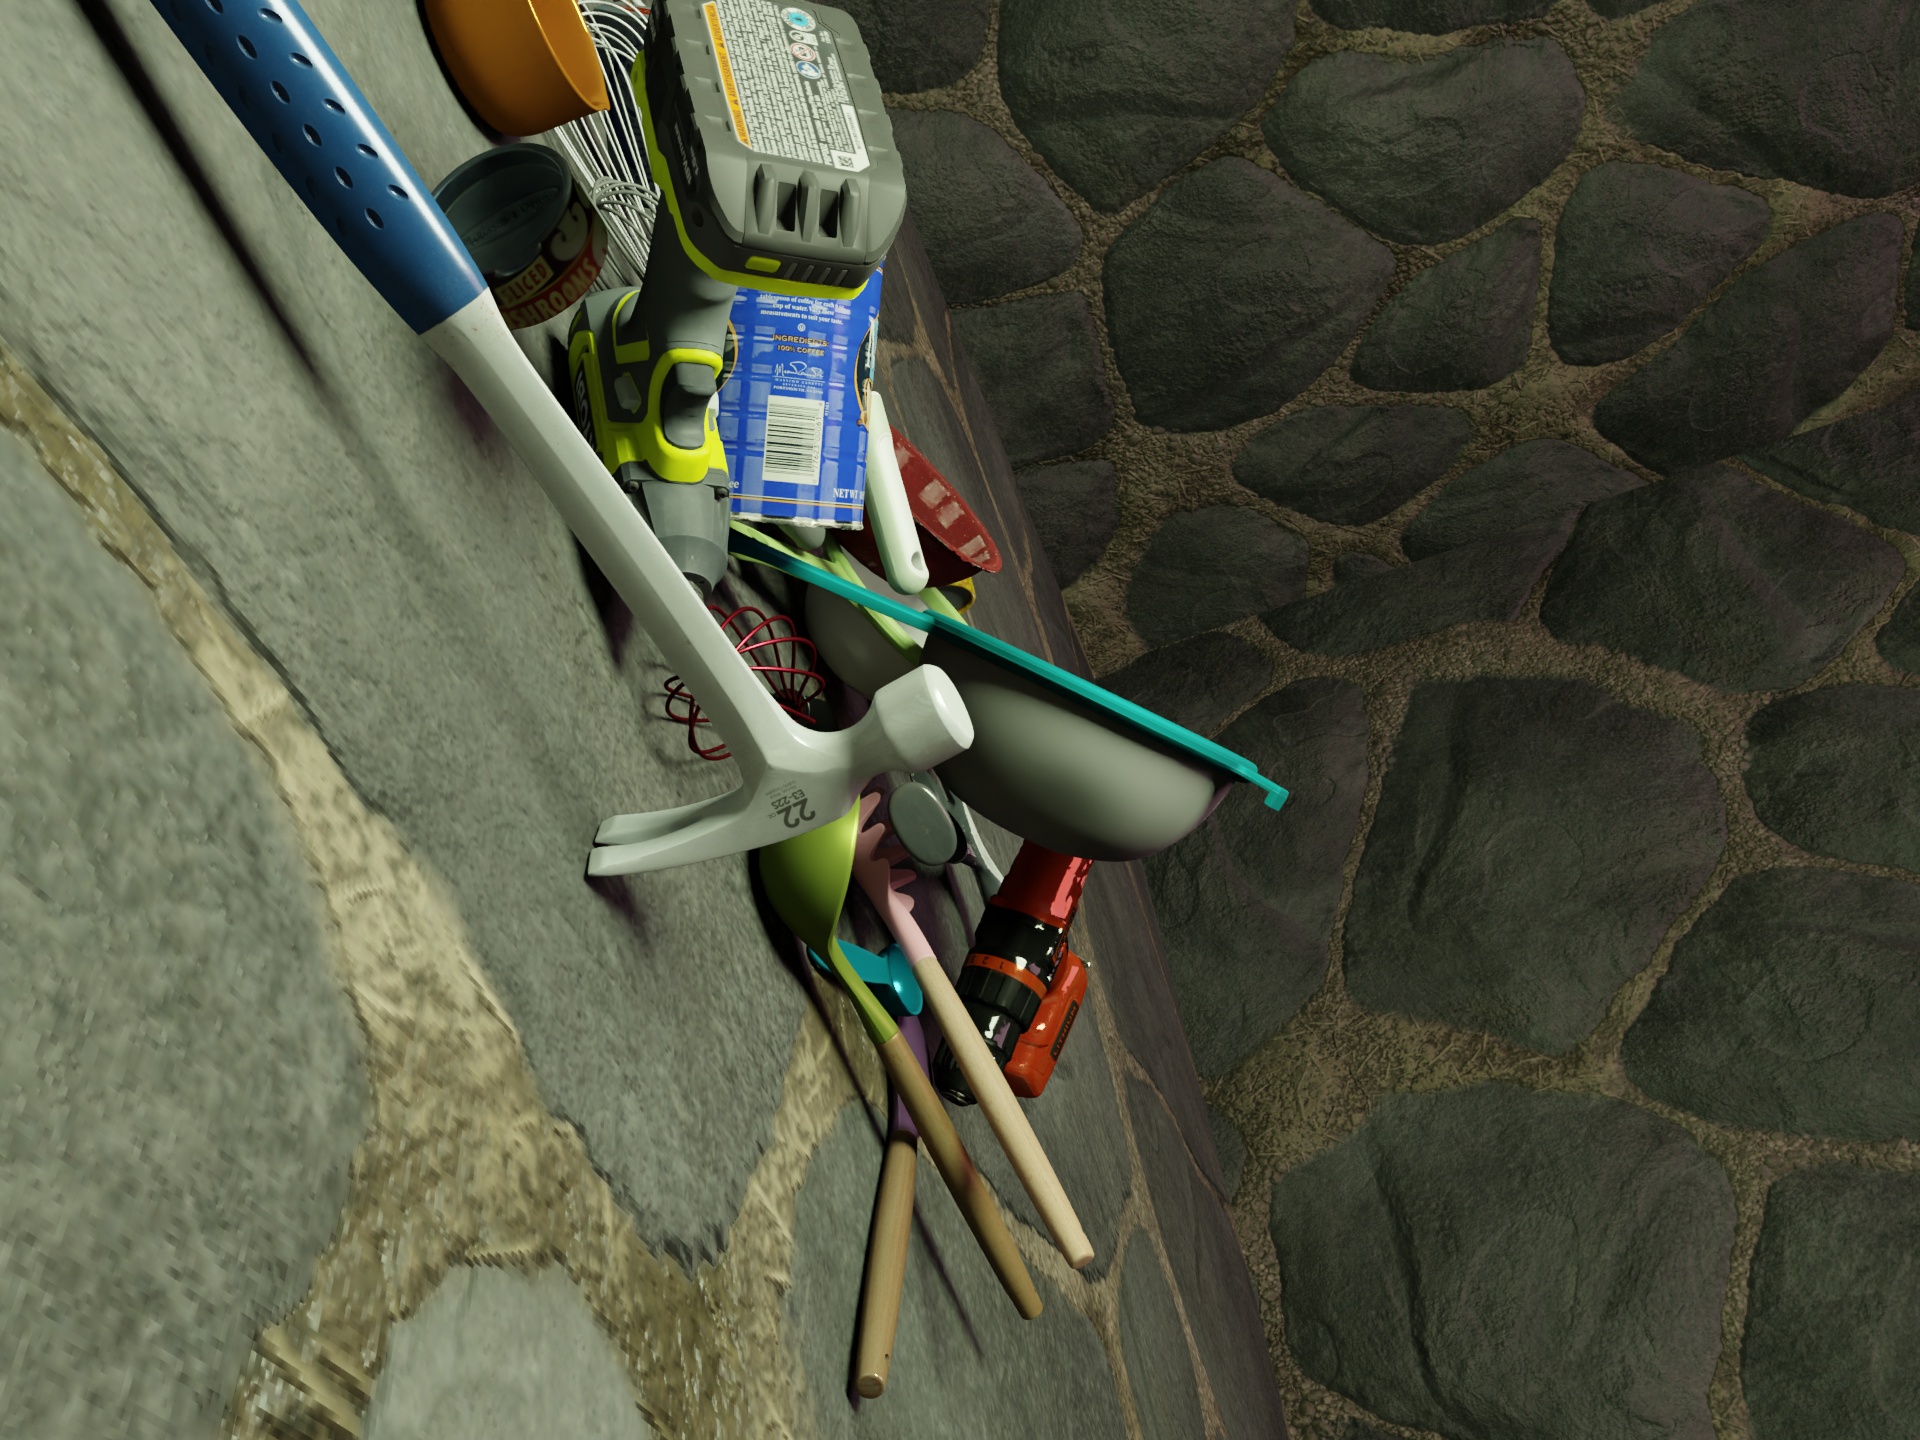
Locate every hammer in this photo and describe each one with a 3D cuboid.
[{"bbox_3d":[-0.154,-0.113,0.488,0.405,0.144,0.035,57,12,-27],"label":"hammer"},{"bbox_3d":[-0.005,0.074,1.017,0.149,0.036,0.408,62,1,10],"label":"hammer"}]

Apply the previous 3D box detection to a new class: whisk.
[{"bbox_3d":[-0.158,-0.246,0.864,0.070,0.070,0.284,-93,167,-61],"label":"whisk"},{"bbox_3d":[-0.090,-0.008,0.799,0.295,0.073,0.073,53,19,-83],"label":"whisk"},{"bbox_3d":[-0.134,-0.184,0.853,0.055,0.055,0.238,-97,161,-52],"label":"whisk"},{"bbox_3d":[-0.059,-0.191,0.908,0.058,0.059,0.246,-14,89,-60],"label":"whisk"}]

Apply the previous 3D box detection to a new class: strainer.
[{"bbox_3d":[-0.001,-0.003,0.887,0.340,0.095,0.211,24,3,-17],"label":"strainer"},{"bbox_3d":[-0.079,-0.063,0.987,0.256,0.069,0.152,19,32,-56],"label":"strainer"}]

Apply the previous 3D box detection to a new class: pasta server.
[{"bbox_3d":[-0.002,0.147,0.844,0.317,0.040,0.060,58,-3,40],"label":"pasta server"}]

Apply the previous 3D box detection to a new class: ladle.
[{"bbox_3d":[-0.016,0.173,0.798,0.078,0.062,0.320,-119,-177,-72],"label":"ladle"}]

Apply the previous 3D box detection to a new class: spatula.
[{"bbox_3d":[-0.030,0.228,0.801,0.316,0.018,0.059,-82,153,-73],"label":"spatula"}]

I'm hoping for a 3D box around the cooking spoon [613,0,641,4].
[{"bbox_3d":[-0.205,-0.442,0.956,0.069,0.017,0.318,48,-4,9],"label":"cooking spoon"}]

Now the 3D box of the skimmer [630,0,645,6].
[{"bbox_3d":[-0.209,-0.391,0.902,0.127,0.090,0.363,49,7,32],"label":"skimmer"}]

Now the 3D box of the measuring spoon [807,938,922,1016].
[{"bbox_3d":[-0.057,0.136,0.855,0.128,0.021,0.042,35,36,-61],"label":"measuring spoon"}]

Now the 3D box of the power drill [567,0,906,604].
[{"bbox_3d":[-0.101,-0.156,0.631,0.223,0.080,0.171,-55,-138,49],"label":"power drill"}]

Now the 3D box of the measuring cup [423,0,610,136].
[{"bbox_3d":[-0.210,-0.341,0.750,0.095,0.052,0.174,63,11,-45],"label":"measuring cup"}]
